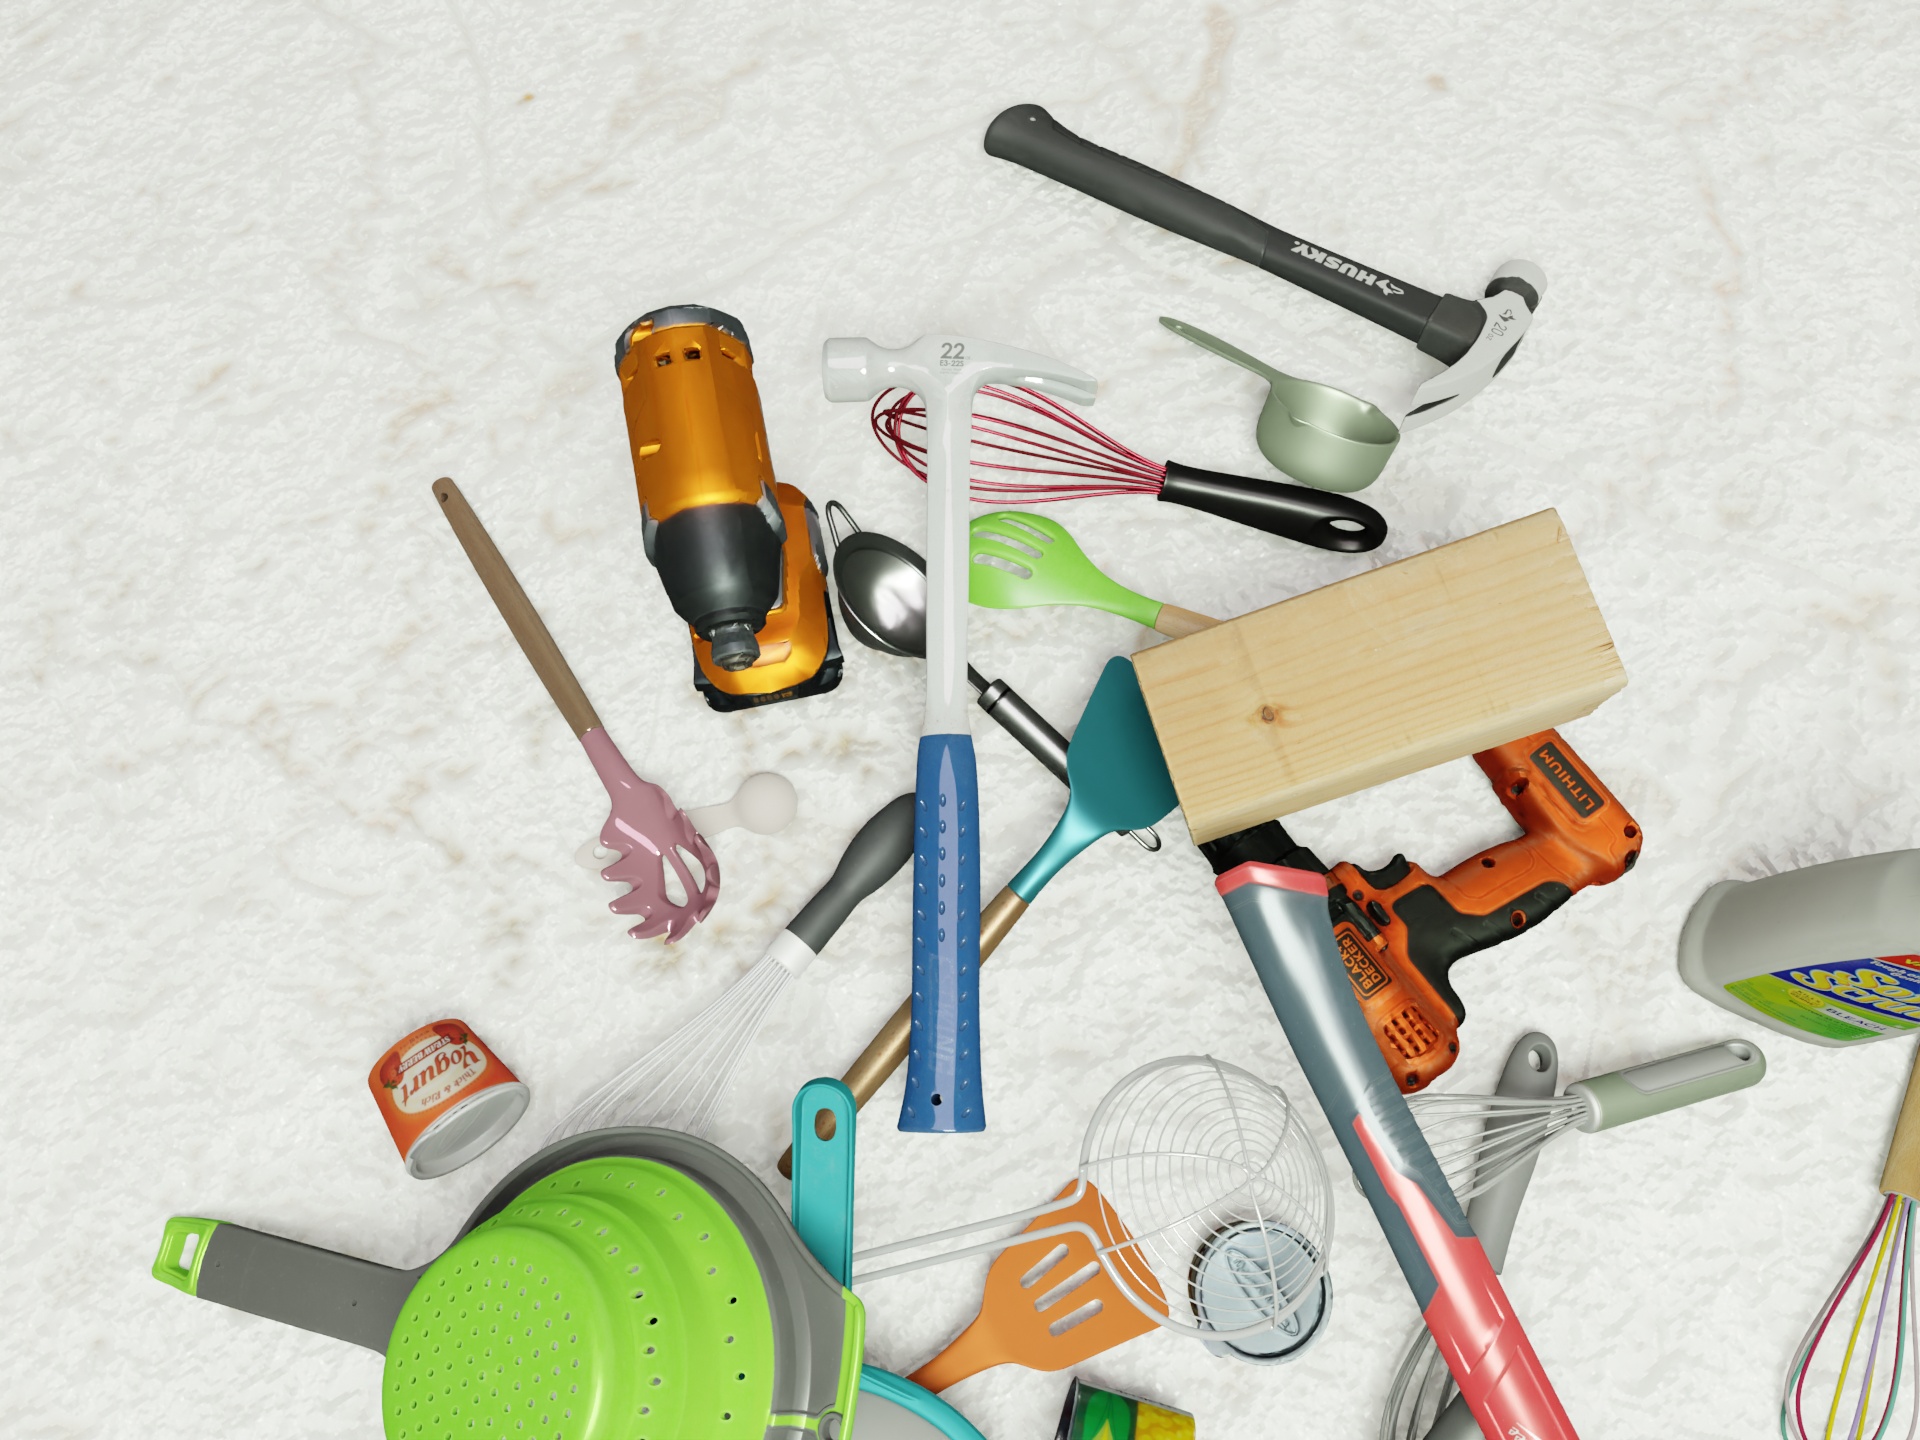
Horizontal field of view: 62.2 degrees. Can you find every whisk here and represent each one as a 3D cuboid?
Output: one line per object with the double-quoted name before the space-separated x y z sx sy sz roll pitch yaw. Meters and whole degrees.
"whisk" 0.255 0.264 0.771 0.055 0.055 0.239 20 71 7
"whisk" 0.453 0.255 0.776 0.047 0.051 0.245 31 71 -12
"whisk" 0.094 -0.138 0.888 0.296 0.073 0.073 13 74 0
"whisk" 0.292 0.187 0.763 0.246 0.059 0.058 -8 31 -21
"whisk" -0.109 0.143 0.811 0.070 0.070 0.284 37 73 11

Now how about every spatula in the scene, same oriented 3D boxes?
"spatula" -0.050 0.342 0.767 0.322 0.041 0.081 -33 74 -4
"spatula" 0.013 0.109 0.818 0.082 0.044 0.317 41 89 -4

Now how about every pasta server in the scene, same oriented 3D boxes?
"pasta server" -0.216 -0.015 0.860 0.060 0.040 0.316 -38 71 9

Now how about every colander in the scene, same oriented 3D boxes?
"colander" -0.238 0.263 0.687 0.397 0.094 0.205 3 72 26

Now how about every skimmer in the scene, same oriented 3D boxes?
"skimmer" -0.006 0.256 0.761 0.363 0.090 0.127 -18 66 15

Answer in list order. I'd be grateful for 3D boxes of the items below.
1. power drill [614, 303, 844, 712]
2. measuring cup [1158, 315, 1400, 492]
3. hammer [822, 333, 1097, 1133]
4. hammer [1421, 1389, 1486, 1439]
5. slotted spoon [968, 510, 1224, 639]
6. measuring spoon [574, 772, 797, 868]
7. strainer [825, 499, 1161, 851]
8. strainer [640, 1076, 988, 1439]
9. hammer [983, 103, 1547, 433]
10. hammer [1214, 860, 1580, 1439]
"power drill" -0.111 -0.078 0.784 0.084 0.226 0.164 -11 74 -2
"measuring cup" 0.171 -0.181 0.907 0.083 0.038 0.168 -18 46 -44
"hammer" -0.001 -0.003 0.799 0.144 0.035 0.406 0 78 2
"hammer" 0.154 0.416 0.702 0.128 0.033 0.331 37 90 13
"slotted spoon" 0.131 -0.048 0.847 0.314 0.031 0.070 22 62 16
"measuring spoon" -0.148 0.056 0.854 0.124 0.018 0.034 -17 74 -3
"strainer" 0.011 -0.017 0.862 0.258 0.050 0.087 43 36 7
"strainer" -0.068 0.331 0.680 0.211 0.095 0.340 2 93 7
"hammer" 0.163 -0.278 0.924 0.335 0.035 0.146 29 56 13
"hammer" 0.195 0.243 0.683 0.143 0.038 0.386 -27 79 6
